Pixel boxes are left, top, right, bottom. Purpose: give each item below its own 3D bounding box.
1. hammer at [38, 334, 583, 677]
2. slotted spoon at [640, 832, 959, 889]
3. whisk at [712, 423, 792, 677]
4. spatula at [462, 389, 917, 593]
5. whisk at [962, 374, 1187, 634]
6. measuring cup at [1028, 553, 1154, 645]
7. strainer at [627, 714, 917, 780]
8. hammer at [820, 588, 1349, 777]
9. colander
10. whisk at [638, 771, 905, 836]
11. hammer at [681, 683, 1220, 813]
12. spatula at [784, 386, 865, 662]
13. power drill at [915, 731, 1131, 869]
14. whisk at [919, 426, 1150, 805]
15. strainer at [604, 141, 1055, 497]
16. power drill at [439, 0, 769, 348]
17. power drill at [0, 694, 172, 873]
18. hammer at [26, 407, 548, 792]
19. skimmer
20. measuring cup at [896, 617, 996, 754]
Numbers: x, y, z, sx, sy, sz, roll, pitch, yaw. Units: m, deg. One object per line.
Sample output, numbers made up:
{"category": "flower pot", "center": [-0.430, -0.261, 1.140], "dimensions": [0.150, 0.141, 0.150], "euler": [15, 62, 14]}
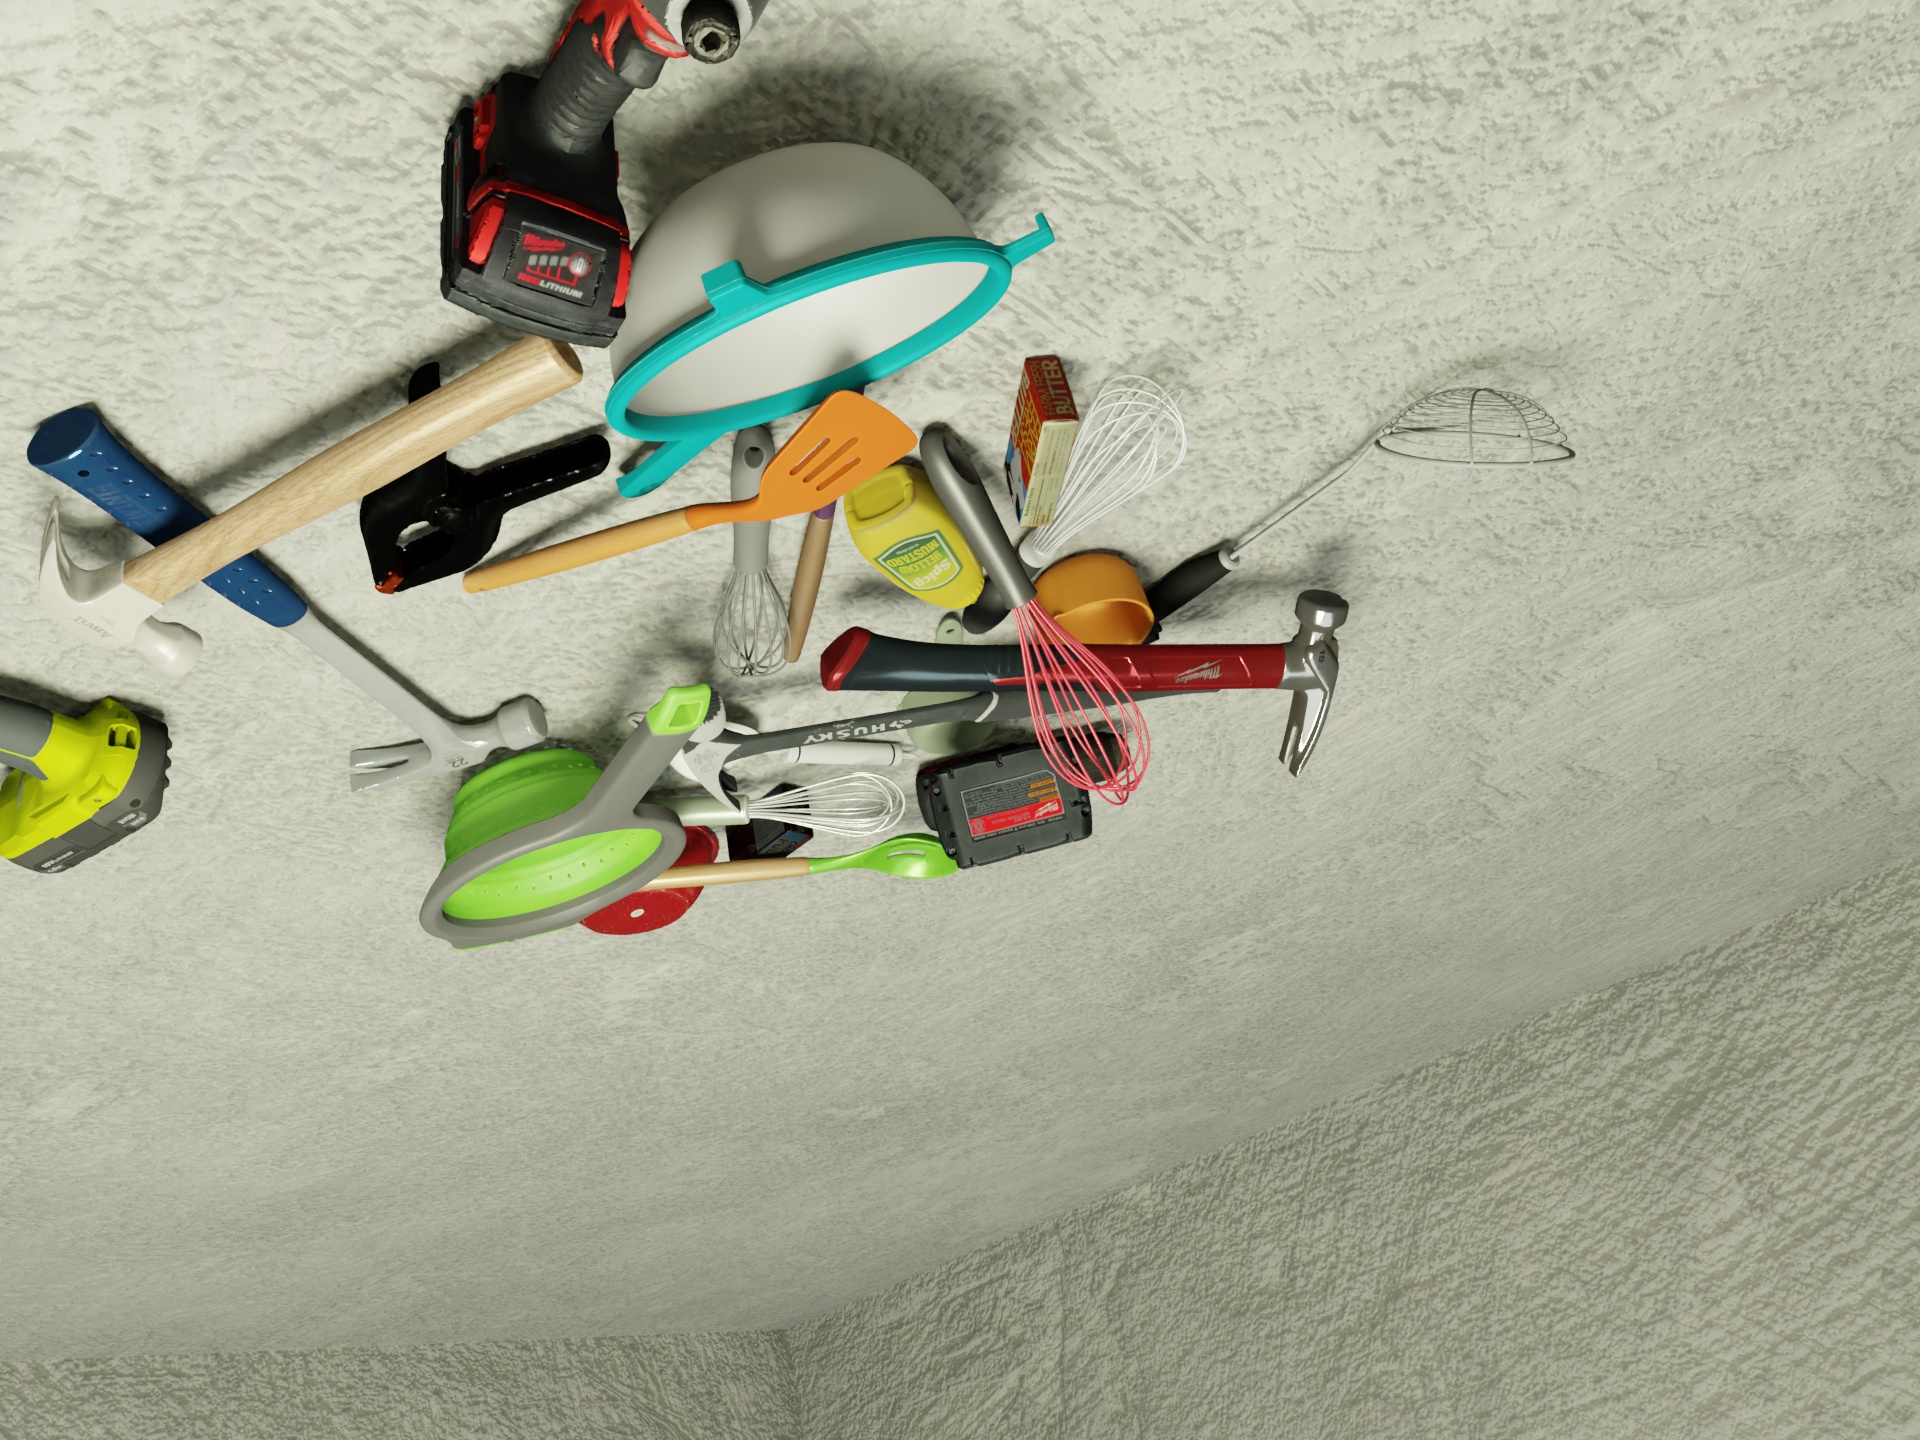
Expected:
{"category": "hammer", "center": [-0.351, -0.124, 0.854], "dimensions": [0.331, 0.031, 0.130], "euler": [-25, 150, 12]}
{"category": "slotted spoon", "center": [-0.154, 0.124, 1.345], "dimensions": [0.313, 0.031, 0.070], "euler": [-4, 148, -14]}
{"category": "whisk", "center": [-0.134, -0.104, 1.041], "dimensions": [0.055, 0.055, 0.238], "euler": [-7, 146, -13]}
{"category": "spatula", "center": [-0.177, -0.123, 0.945], "dimensions": [0.322, 0.041, 0.081], "euler": [-11, 162, 29]}
{"category": "whisk", "center": [0.068, -0.135, 1.077], "dimensions": [0.070, 0.070, 0.284], "euler": [2, 152, -27]}
{"category": "measuring cup", "center": [0.065, -0.064, 1.199], "dimensions": [0.095, 0.052, 0.173], "euler": [16, 141, -43]}
{"category": "strainer", "center": [-0.143, 0.026, 1.272], "dimensions": [0.258, 0.050, 0.087], "euler": [3, 162, -35]}
{"category": "hammer", "center": [0.090, -0.024, 1.138], "dimensions": [0.386, 0.038, 0.143], "euler": [-1, 117, -17]}
{"category": "colander", "center": [-0.280, 0.046, 1.156], "dimensions": [0.204, 0.095, 0.397], "euler": [-9, 157, -38]}
{"category": "whisk", "center": [-0.168, 0.073, 1.311], "dimensions": [0.246, 0.058, 0.059], "euler": [-3, 120, 1]}
{"category": "hammer", "center": [-0.002, -0.004, 1.185], "dimensions": [0.409, 0.036, 0.149], "euler": [-9, 151, -8]}
{"category": "spatula", "center": [-0.094, -0.120, 1.040], "dimensions": [0.018, 0.060, 0.315], "euler": [25, 149, 1]}
{"category": "power drill", "center": [0.057, 0.052, 1.295], "dimensions": [0.188, 0.080, 0.227], "euler": [-14, -177, -1]}
{"category": "whisk", "center": [0.049, -0.064, 1.049], "dimensions": [0.073, 0.073, 0.295], "euler": [-24, 113, 15]}
{"category": "strainer", "center": [-0.122, -0.208, 0.832], "dimensions": [0.211, 0.095, 0.340], "euler": [-21, -179, -35]}
{"category": "power drill", "center": [-0.143, -0.265, 0.659], "dimensions": [0.078, 0.143, 0.219], "euler": [11, 144, -33]}
{"category": "power drill", "center": [-0.632, 0.013, 0.989], "dimensions": [0.171, 0.080, 0.223], "euler": [-26, 145, 18]}
{"category": "hammer", "center": [-0.420, -0.058, 0.999], "dimensions": [0.144, 0.035, 0.405], "euler": [-19, 151, 7]}
{"category": "skimmer", "center": [0.255, -0.124, 1.140], "dimensions": [0.363, 0.090, 0.127], "euler": [-35, 177, 36]}
{"category": "measuring cup", "center": [-0.007, -0.023, 1.246], "dimensions": [0.083, 0.038, 0.167], "euler": [-11, 153, -7]}
